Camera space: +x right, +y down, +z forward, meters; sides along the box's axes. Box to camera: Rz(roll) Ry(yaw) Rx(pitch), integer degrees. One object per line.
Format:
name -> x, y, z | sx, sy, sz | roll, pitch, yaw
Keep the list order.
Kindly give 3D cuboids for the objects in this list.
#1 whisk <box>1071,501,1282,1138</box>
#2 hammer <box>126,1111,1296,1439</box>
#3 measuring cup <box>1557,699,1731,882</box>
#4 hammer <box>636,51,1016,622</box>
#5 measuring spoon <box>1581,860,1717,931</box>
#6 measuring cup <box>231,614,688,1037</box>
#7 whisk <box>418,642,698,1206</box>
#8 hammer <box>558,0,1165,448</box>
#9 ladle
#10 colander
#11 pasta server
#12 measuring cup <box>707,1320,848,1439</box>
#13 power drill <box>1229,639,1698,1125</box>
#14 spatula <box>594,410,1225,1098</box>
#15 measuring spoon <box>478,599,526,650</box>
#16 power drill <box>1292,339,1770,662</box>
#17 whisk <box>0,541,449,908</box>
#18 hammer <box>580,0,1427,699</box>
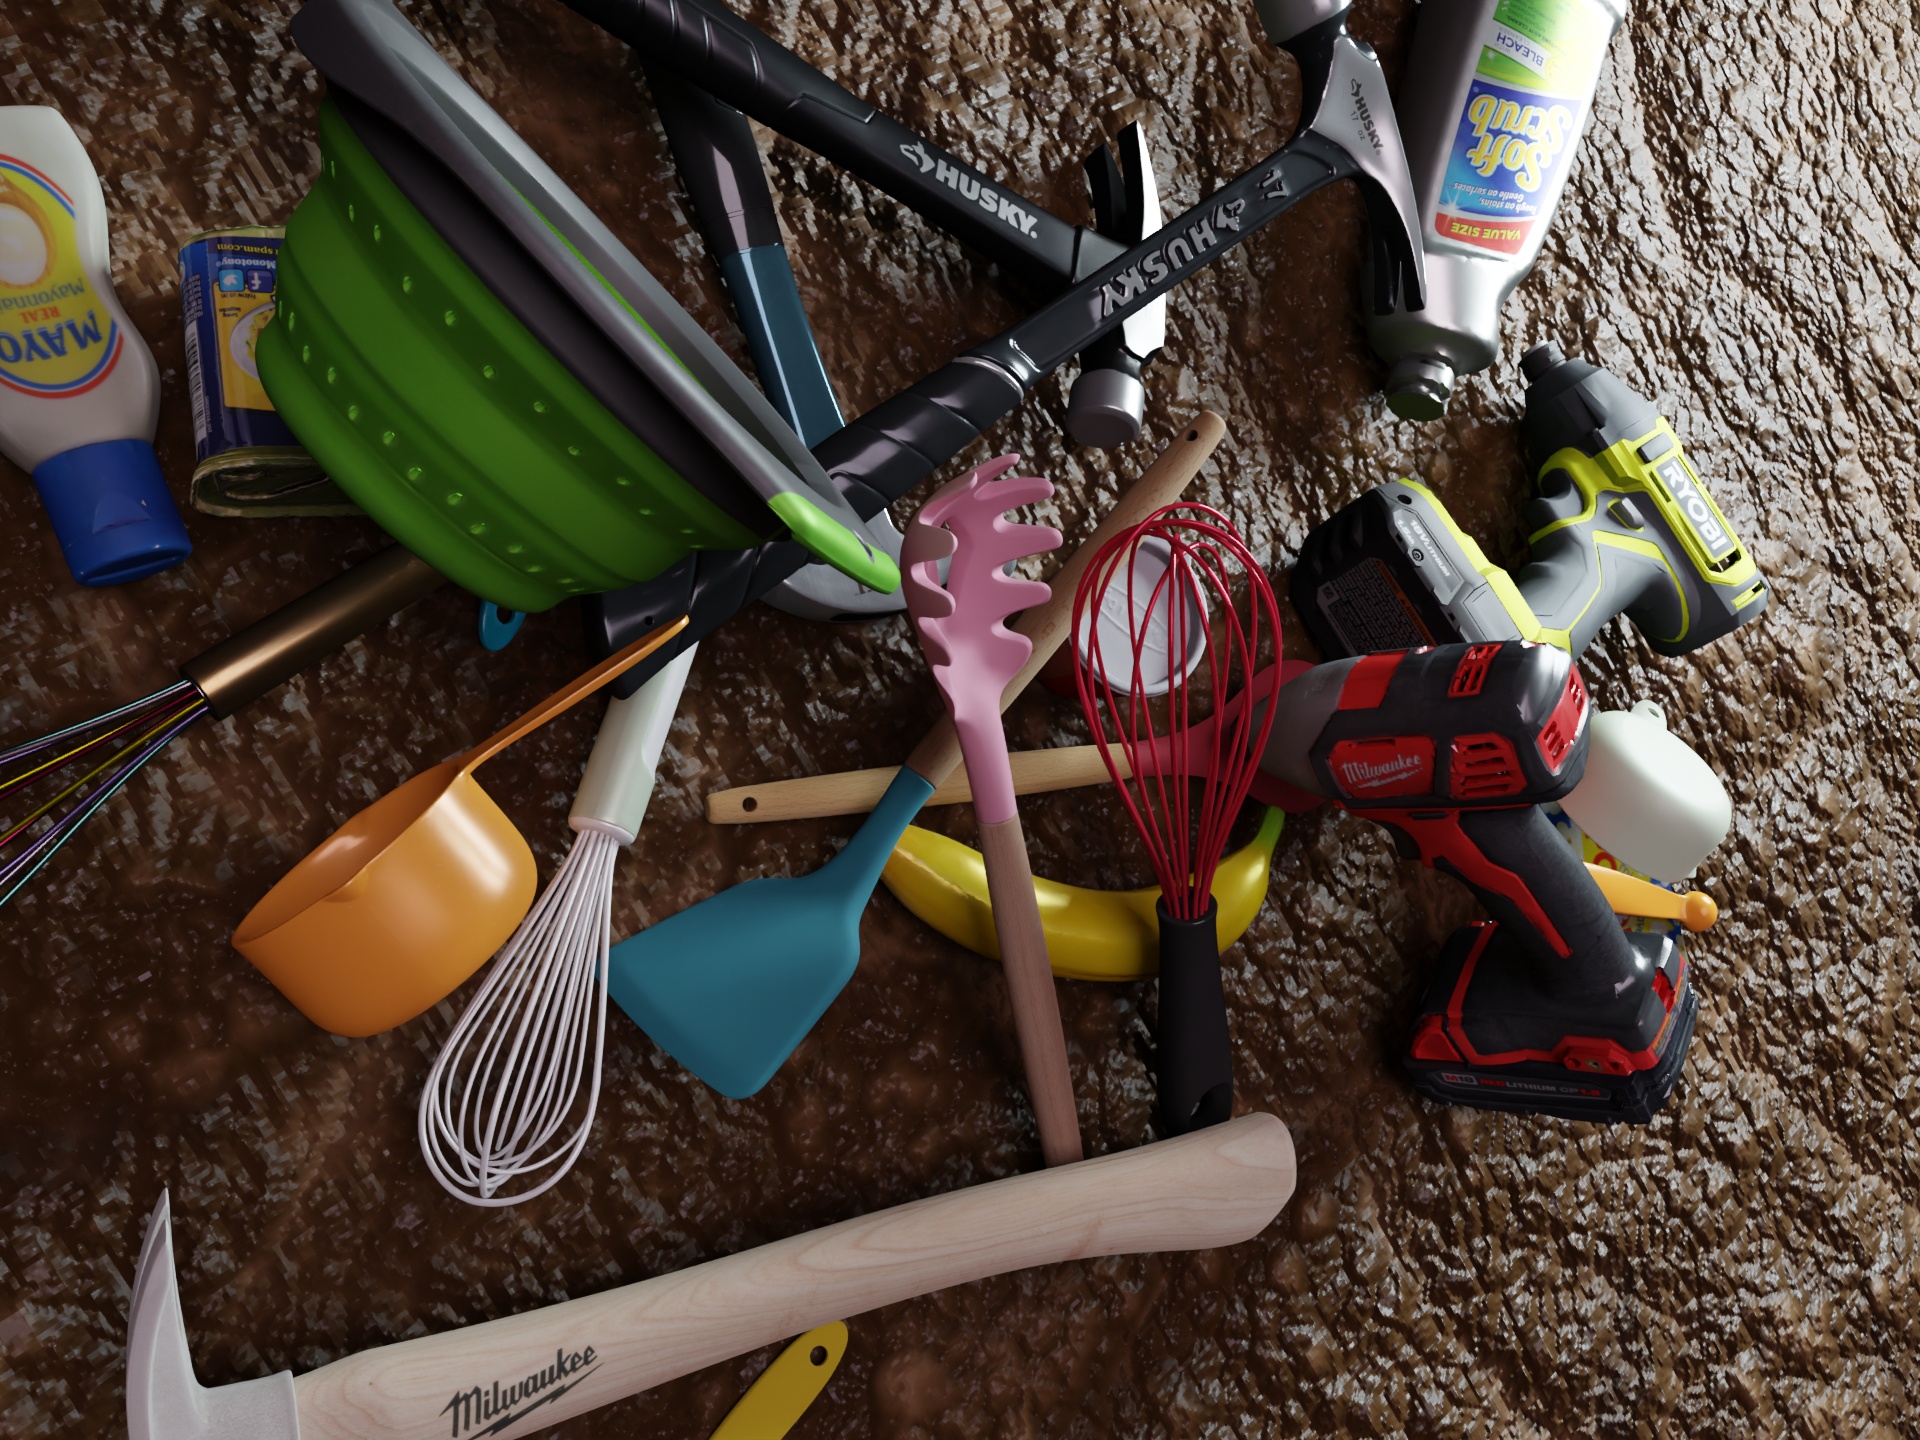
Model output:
whisk -> 0.083, 0.054, 0.595 | 0.073, 0.073, 0.295 | -26, 126, -27
hammer -> -0.056, 0.187, 0.548 | 0.410, 0.038, 0.146 | -7, 107, -26
measuring cup -> 0.314, 0.013, 0.719 | 0.083, 0.038, 0.167 | 39, 35, 9
hammer -> -0.086, -0.196, 0.627 | 0.128, 0.033, 0.331 | -19, 91, -28
measuring spoon -> 0.314, 0.081, 0.747 | 0.116, 0.011, 0.021 | 14, 76, -24
measuring cup -> -0.147, 0.034, 0.517 | 0.173, 0.095, 0.052 | -37, 109, -11
whisk -> -0.129, 0.046, 0.562 | 0.059, 0.057, 0.246 | 13, 70, 7
hammer -> -0.050, -0.237, 0.616 | 0.334, 0.035, 0.146 | 22, 65, -30
ladle -> 0.047, 0.018, 0.663 | 0.315, 0.031, 0.069 | -6, 89, -25
colander -> -0.184, -0.160, 0.478 | 0.094, 0.204, 0.397 | -42, 80, 6
pasta server -> 0.024, 0.059, 0.572 | 0.060, 0.040, 0.316 | -35, 123, -42
measuring cup -> -0.089, 0.275, 0.553 | 0.062, 0.029, 0.156 | 49, 65, -11
power drill -> 0.207, 0.064, 0.658 | 0.078, 0.143, 0.219 | -53, 122, -35
spatula -> -0.001, -0.002, 0.593 | 0.082, 0.044, 0.317 | 34, 79, 29
measuring spoon -> -0.145, -0.085, 0.580 | 0.042, 0.021, 0.129 | 31, 71, -50
power drill -> 0.272, -0.082, 0.760 | 0.223, 0.080, 0.171 | -29, 85, -31
whisk -> -0.260, 0.006, 0.505 | 0.245, 0.047, 0.051 | -39, 98, -29
hammer -> 0.027, -0.137, 0.612 | 0.409, 0.036, 0.149 | -38, 111, -18
